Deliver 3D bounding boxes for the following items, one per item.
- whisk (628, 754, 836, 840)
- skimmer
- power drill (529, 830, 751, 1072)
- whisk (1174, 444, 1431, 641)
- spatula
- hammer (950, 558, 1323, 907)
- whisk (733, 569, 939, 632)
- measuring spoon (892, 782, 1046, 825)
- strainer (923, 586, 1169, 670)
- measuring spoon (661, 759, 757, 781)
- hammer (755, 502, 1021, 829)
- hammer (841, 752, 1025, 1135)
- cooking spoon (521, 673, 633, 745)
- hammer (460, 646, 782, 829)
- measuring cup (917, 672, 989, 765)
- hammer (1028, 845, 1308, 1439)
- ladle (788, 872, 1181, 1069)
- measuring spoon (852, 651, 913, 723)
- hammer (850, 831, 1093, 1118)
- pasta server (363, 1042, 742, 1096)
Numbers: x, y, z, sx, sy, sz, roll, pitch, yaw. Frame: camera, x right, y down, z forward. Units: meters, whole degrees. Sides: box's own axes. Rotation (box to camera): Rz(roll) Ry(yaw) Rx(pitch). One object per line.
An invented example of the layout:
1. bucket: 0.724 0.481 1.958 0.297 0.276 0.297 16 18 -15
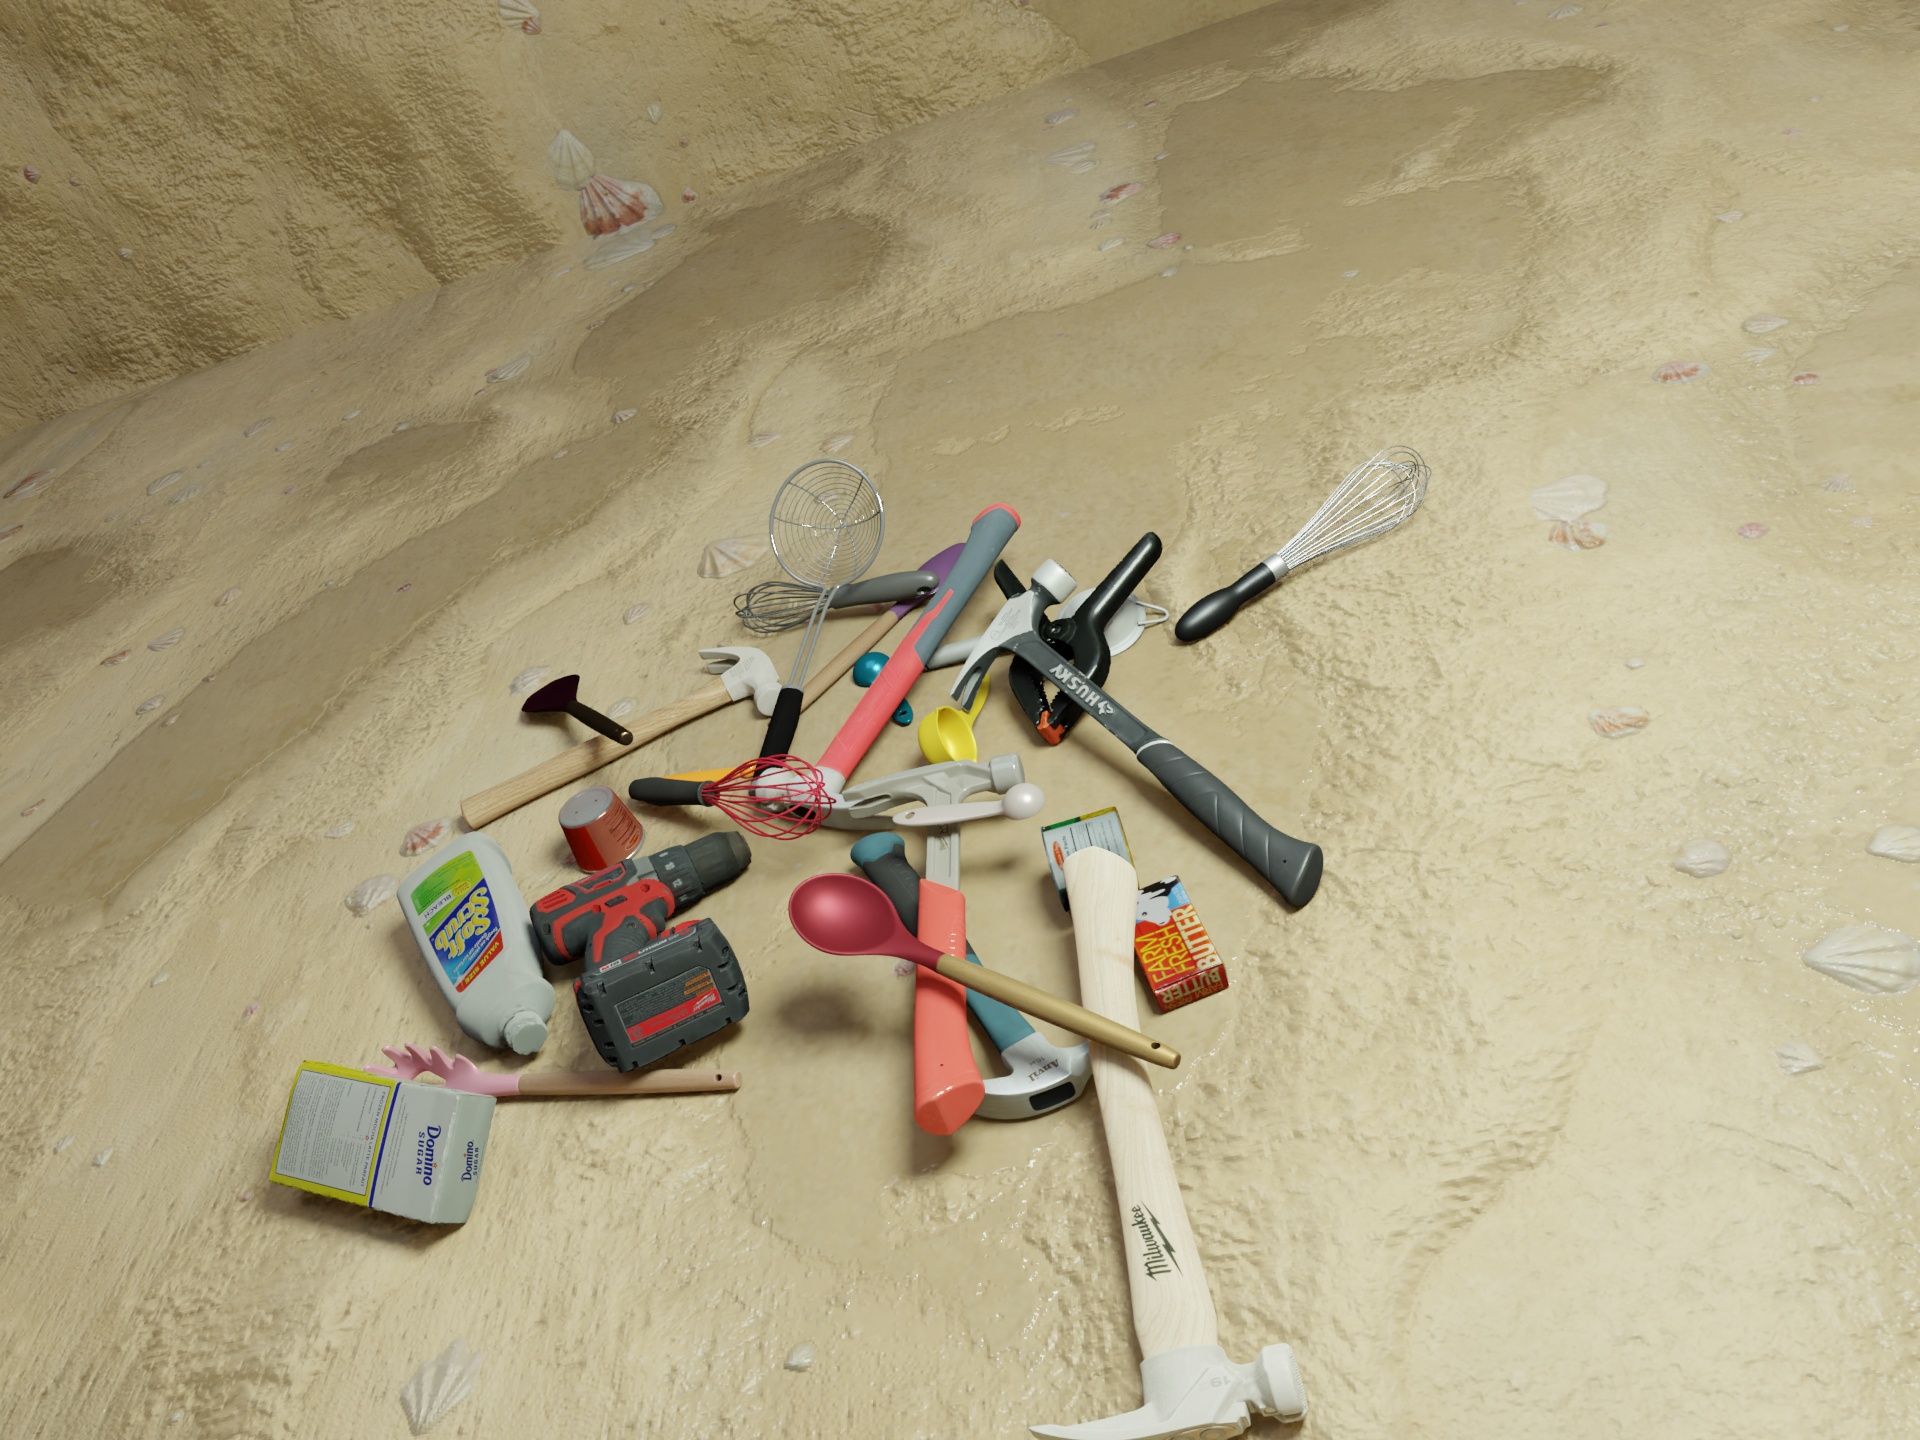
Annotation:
1. whisk: -0.207 0.064 1.378 0.296 0.073 0.073 -1 38 48
2. skimmer: -0.156 -0.092 1.505 0.127 0.090 0.364 -3 50 21
3. power drill: -0.234 0.166 1.259 0.188 0.080 0.227 -24 24 -15
4. whisk: 0.306 -0.155 1.424 0.284 0.070 0.070 -34 36 -9
5. spatula: -0.085 -0.089 1.579 0.060 0.018 0.316 8 44 43
6. hammer: 0.137 0.017 1.255 0.149 0.036 0.409 -47 46 1
7. whisk: -0.128 -0.127 1.615 0.239 0.055 0.055 -7 37 26
8. measuring spoon: 0.004 0.064 1.213 0.124 0.018 0.034 -8 35 18
9. strainer: 0.062 -0.080 1.472 0.258 0.050 0.087 -14 50 17
10. measuring spoon: -0.241 0.050 1.483 0.117 0.011 0.021 -9 37 18
11. hammer: -0.031 -0.059 1.453 0.143 0.038 0.386 8 52 36
12. hammer: -0.023 0.150 1.153 0.149 0.036 0.359 -13 34 10
13. cooking spoon: -0.377 -0.008 1.578 0.069 0.017 0.319 -37 24 -18
14. hammer: -0.333 0.018 1.560 0.331 0.031 0.130 -26 35 -6
15. measuring cup: -0.002 -0.004 1.405 0.029 0.062 0.157 -27 19 26
16. hammer: 0.095 0.242 0.985 0.146 0.038 0.411 -16 42 9
17. ladle: 0.009 0.168 1.056 0.316 0.031 0.069 17 46 35
18. measuring spoon: -0.071 -0.034 1.493 0.042 0.021 0.129 -27 34 -7
19. hammer: -0.003 0.174 1.172 0.128 0.033 0.331 -29 35 -11
20. pasta server: -0.312 0.273 1.202 0.316 0.040 0.060 -6 67 19
